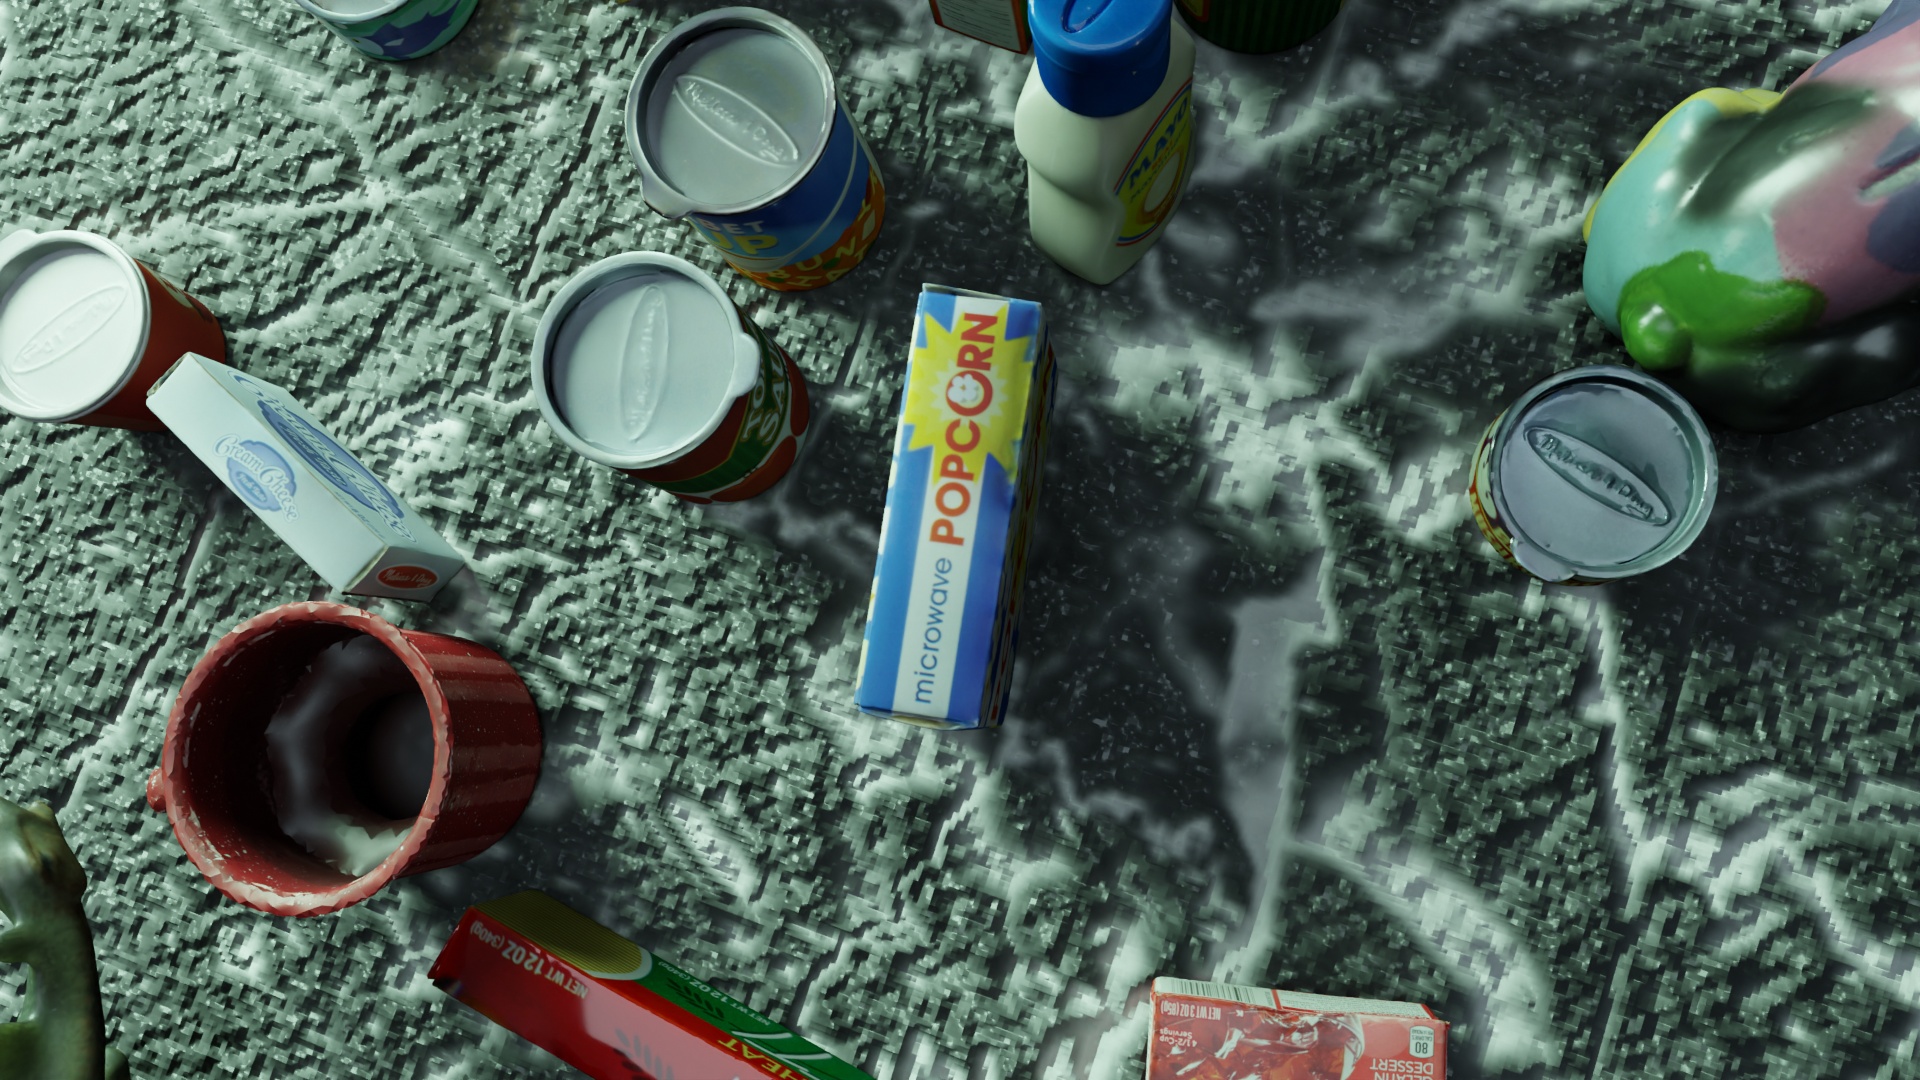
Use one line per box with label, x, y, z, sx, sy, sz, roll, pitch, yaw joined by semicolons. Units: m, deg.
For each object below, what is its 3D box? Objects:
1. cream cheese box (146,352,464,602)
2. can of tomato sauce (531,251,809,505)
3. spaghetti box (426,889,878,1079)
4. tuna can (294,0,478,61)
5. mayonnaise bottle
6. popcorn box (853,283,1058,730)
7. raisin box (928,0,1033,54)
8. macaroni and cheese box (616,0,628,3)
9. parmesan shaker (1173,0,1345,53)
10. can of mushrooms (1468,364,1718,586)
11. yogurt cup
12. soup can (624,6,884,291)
cream cheese box;-0.226;-0.020;0.482;0.104;0.053;0.024;41;90;11
can of tomato sauce;-0.089;-0.049;0.452;0.071;0.083;0.071;-1;83;8
spaghetti box;-0.046;0.181;0.432;0.250;0.050;0.028;26;87;10
tuna can;-0.213;-0.217;0.517;0.071;0.033;0.071;-1;82;8
mayonnaise bottle;0.044;-0.126;0.412;0.041;0.148;0.065;35;89;10
popcorn box;0.002;-0.005;0.433;0.038;0.085;0.127;8;84;9
raisin box;0.015;-0.224;0.442;0.040;0.123;0.086;22;86;10
macaroni and cheese box;-0.146;-0.271;0.448;0.040;0.166;0.124;-25;80;4
parmesan shaker;0.098;-0.204;0.438;0.071;0.103;0.071;-1;83;8
can of mushrooms;0.195;-0.017;0.435;0.071;0.033;0.071;-1;82;8
yogurt cup;-0.306;-0.071;0.499;0.072;0.054;0.072;-1;82;8
soup can;-0.066;-0.123;0.459;0.071;0.083;0.071;-1;83;8
